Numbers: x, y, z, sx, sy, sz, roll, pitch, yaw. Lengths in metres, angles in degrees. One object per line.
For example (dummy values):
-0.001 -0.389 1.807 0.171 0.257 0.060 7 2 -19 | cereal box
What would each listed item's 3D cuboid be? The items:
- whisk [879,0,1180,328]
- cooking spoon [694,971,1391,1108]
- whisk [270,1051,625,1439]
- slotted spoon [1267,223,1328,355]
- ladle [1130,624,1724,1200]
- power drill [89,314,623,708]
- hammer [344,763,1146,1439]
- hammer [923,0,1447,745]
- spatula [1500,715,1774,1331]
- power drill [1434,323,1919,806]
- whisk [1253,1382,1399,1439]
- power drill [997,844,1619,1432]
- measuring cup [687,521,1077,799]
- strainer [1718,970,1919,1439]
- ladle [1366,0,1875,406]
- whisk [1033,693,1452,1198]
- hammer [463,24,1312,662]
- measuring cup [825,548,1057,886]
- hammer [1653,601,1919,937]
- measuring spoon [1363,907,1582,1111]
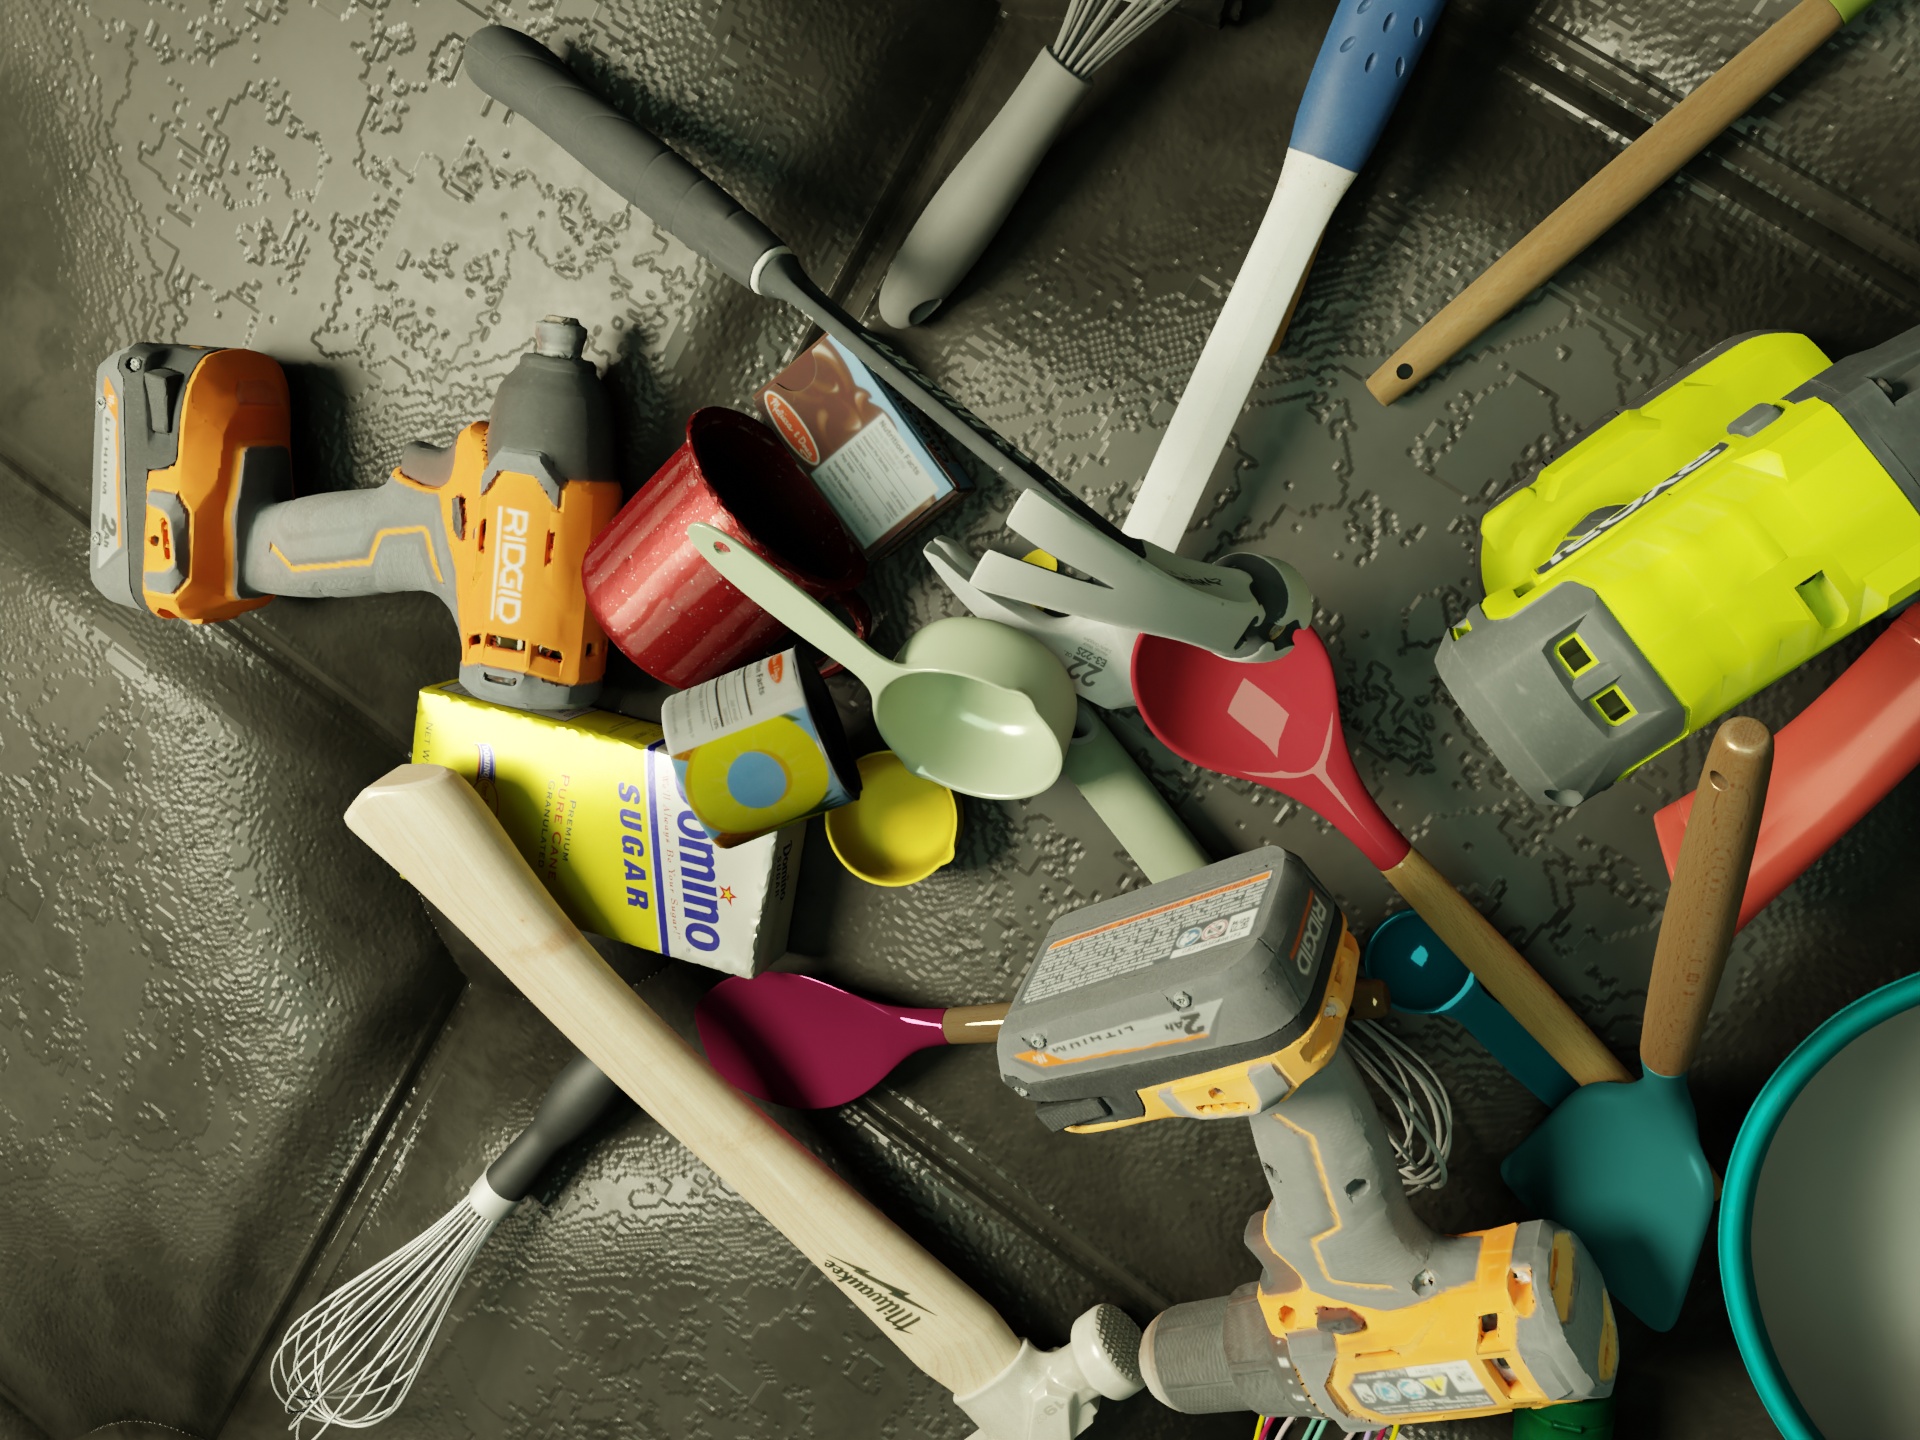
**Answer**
0.038 -0.236 0.577 0.055 0.055 0.239 44 122 5 | whisk
0.018 0.124 0.655 0.319 0.017 0.068 -10 104 30 | cooking spoon
-0.242 0.249 0.769 0.070 0.070 0.284 43 104 6 | whisk
0.156 -0.283 0.557 0.070 0.031 0.313 20 107 9 | slotted spoon
0.181 0.069 0.593 0.069 0.031 0.315 -42 97 19 | ladle
-0.254 -0.104 0.691 0.226 0.084 0.164 11 103 11 | power drill
-0.110 0.180 0.690 0.410 0.038 0.146 45 111 -4 | hammer
0.117 -0.188 0.559 0.144 0.035 0.405 24 110 3 | hammer
0.218 0.102 0.500 0.044 0.317 0.082 -35 51 -11 | spatula
0.228 -0.061 0.471 0.171 0.223 0.080 -37 89 20 | power drill
0.126 0.361 0.680 0.047 0.051 0.245 21 109 6 | whisk
0.105 0.171 0.582 0.185 0.084 0.226 -25 109 35 | power drill
-0.027 -0.033 0.600 0.167 0.038 0.083 37 143 -15 | measuring cup
0.371 0.121 0.542 0.211 0.095 0.340 -9 76 31 | strainer
0.263 -0.215 0.522 0.320 0.062 0.078 -41 90 22 | ladle
0.110 0.087 0.634 0.058 0.059 0.246 -36 83 -17 | whisk
-0.060 -0.150 0.562 0.409 0.149 0.036 43 112 27 | hammer
-0.001 -0.002 0.664 0.062 0.029 0.156 32 96 9 | measuring cup
0.365 -0.063 0.500 0.149 0.036 0.359 44 106 21 | hammer
0.211 0.120 0.624 0.128 0.021 0.042 40 99 -3 | measuring spoon
